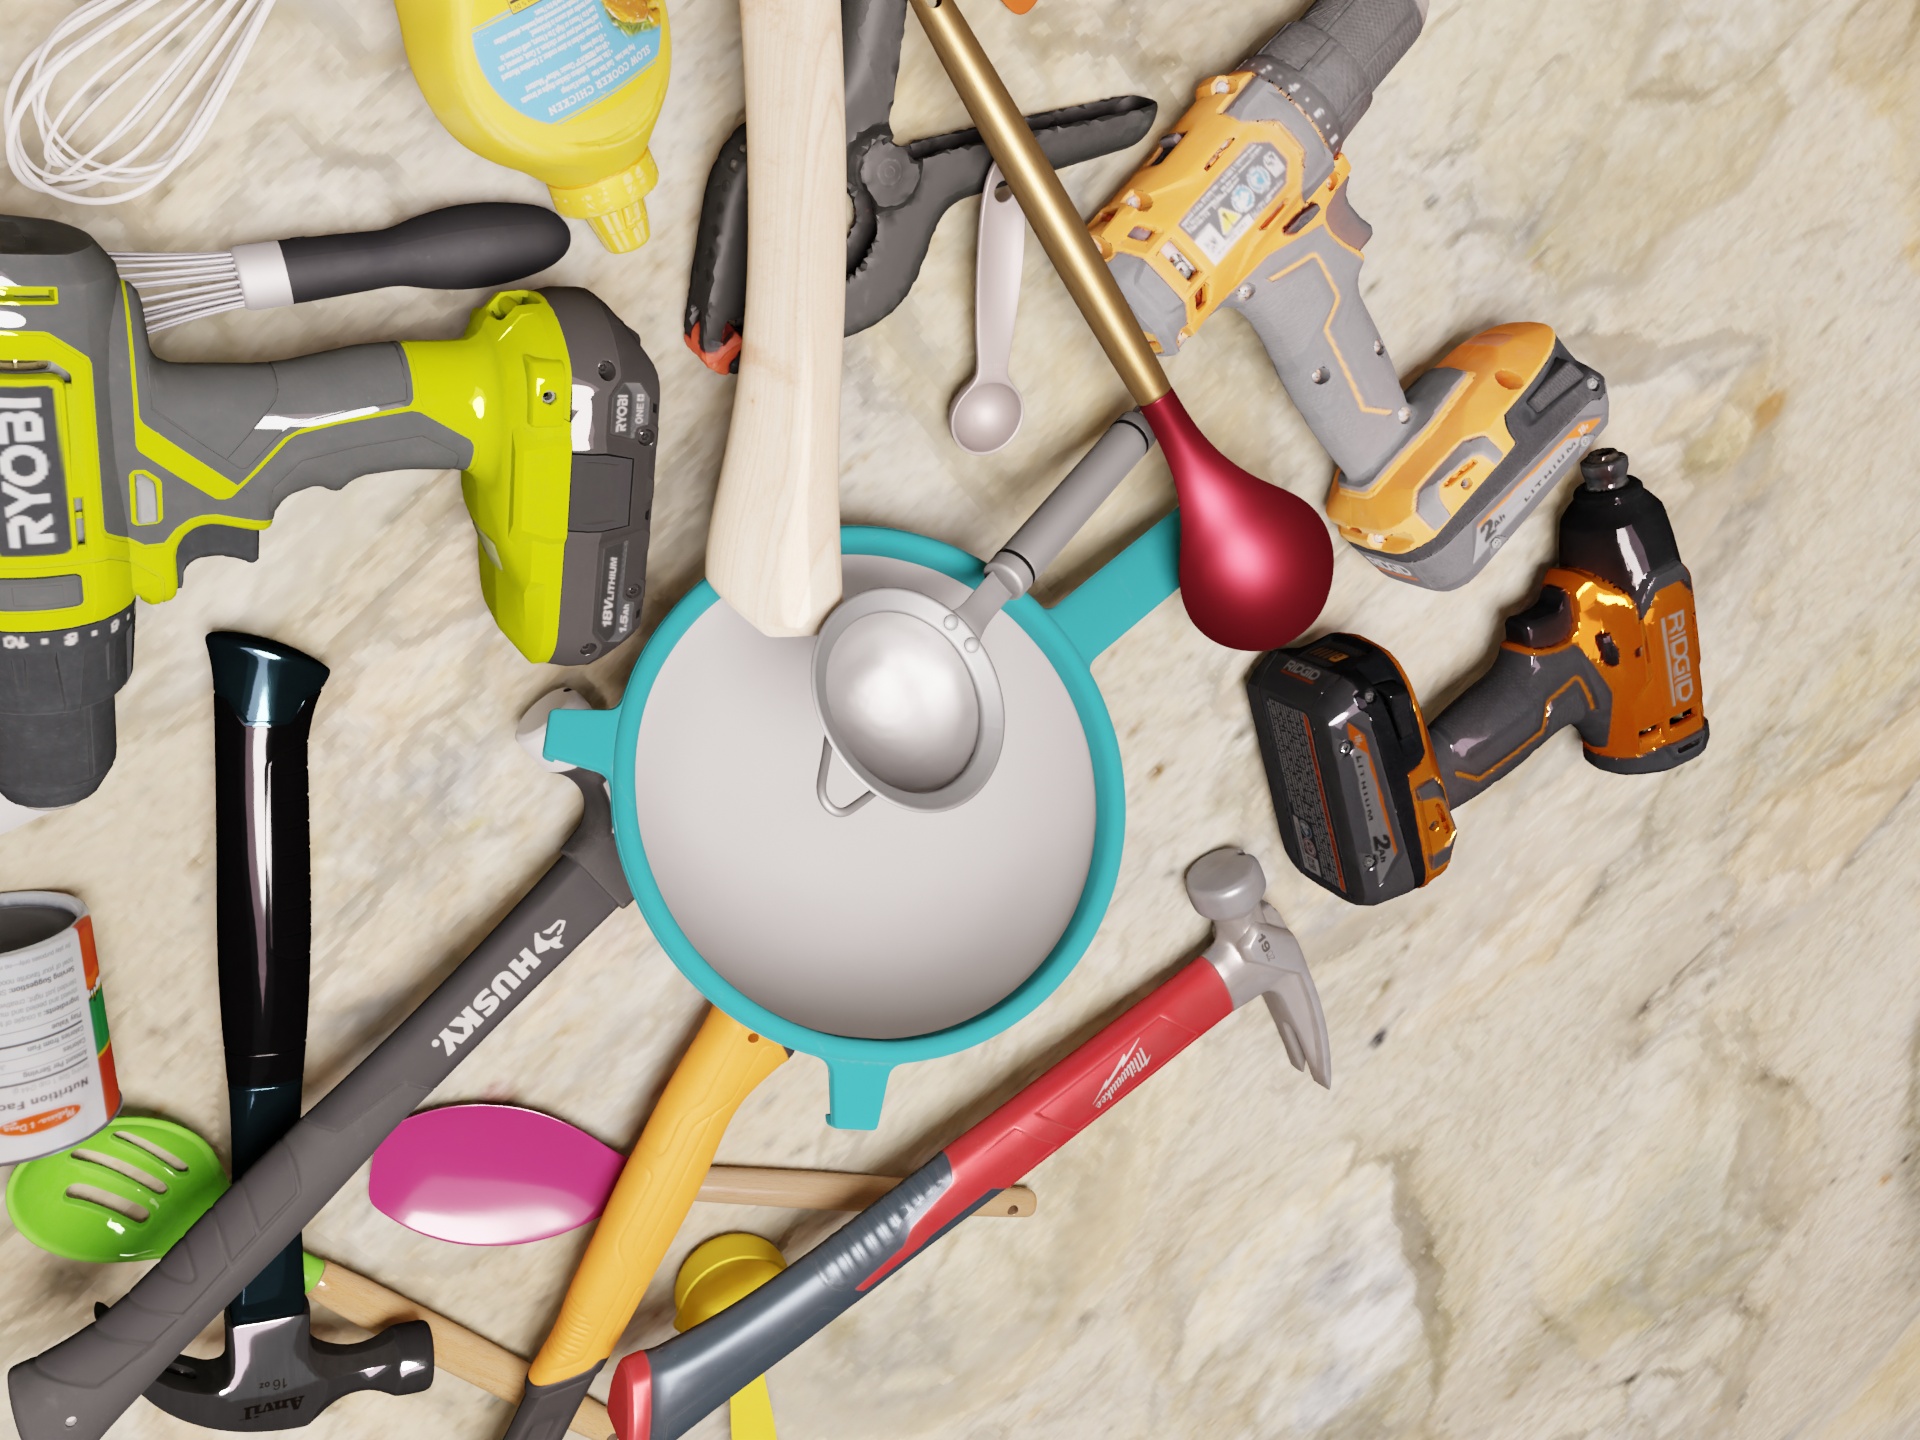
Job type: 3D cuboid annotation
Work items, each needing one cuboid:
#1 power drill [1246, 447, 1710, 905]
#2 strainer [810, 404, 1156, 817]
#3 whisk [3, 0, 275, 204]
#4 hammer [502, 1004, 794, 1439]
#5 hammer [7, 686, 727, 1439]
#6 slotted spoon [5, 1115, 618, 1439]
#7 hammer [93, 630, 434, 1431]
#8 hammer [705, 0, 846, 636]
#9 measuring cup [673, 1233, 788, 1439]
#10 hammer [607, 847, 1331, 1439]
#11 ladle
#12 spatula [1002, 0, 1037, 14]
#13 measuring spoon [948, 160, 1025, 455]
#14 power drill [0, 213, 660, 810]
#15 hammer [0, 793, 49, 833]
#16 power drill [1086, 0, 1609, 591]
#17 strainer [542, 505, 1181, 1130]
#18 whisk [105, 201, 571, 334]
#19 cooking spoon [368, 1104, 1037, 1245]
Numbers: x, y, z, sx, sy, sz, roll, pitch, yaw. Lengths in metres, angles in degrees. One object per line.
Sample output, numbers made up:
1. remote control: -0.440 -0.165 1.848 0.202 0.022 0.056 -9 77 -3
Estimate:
1. power drill: 0.255 -0.024 0.763 0.226 0.084 0.164 -23 112 -15
2. strainer: 0.014 -0.050 0.624 0.086 0.050 0.258 49 59 -14
3. whisk: -0.226 -0.267 0.536 0.058 0.059 0.246 42 86 2
4. hammer: -0.172 0.266 0.709 0.127 0.034 0.337 26 95 -25
5. hammer: -0.227 0.152 0.628 0.335 0.035 0.146 -47 121 -18
6. slotted spoon: -0.265 0.258 0.702 0.313 0.031 0.070 41 89 -27
7. hammer: -0.276 0.129 0.634 0.128 0.033 0.331 -2 102 -29
8. hammer: -0.049 -0.234 0.547 0.146 0.038 0.410 0 103 -1
9. measuring cup: -0.106 0.318 0.777 0.062 0.029 0.156 -9 112 -16
10. hammer: 0.013 0.222 0.749 0.386 0.038 0.143 -34 116 -16
11. ladle: 0.065 -0.150 0.624 0.069 0.031 0.315 -34 113 2
12. spatula: -0.091 -0.366 0.563 0.322 0.041 0.081 21 101 -20
13. measuring spoon: 0.012 -0.169 0.651 0.034 0.018 0.124 -10 123 -24
14. power drill: -0.229 -0.067 0.546 0.228 0.080 0.190 -8 122 -32
15. hammer: -0.471 -0.111 0.507 0.149 0.036 0.408 -26 113 -9
16. power drill: 0.179 -0.189 0.684 0.226 0.084 0.185 40 91 -20
17. strainer: -0.001 -0.002 0.681 0.340 0.095 0.211 -39 94 -27
18. whisk: -0.274 -0.148 0.545 0.284 0.070 0.070 -16 112 -22
19. cooking spoon: -0.109 0.219 0.747 0.318 0.017 0.068 10 101 -21
